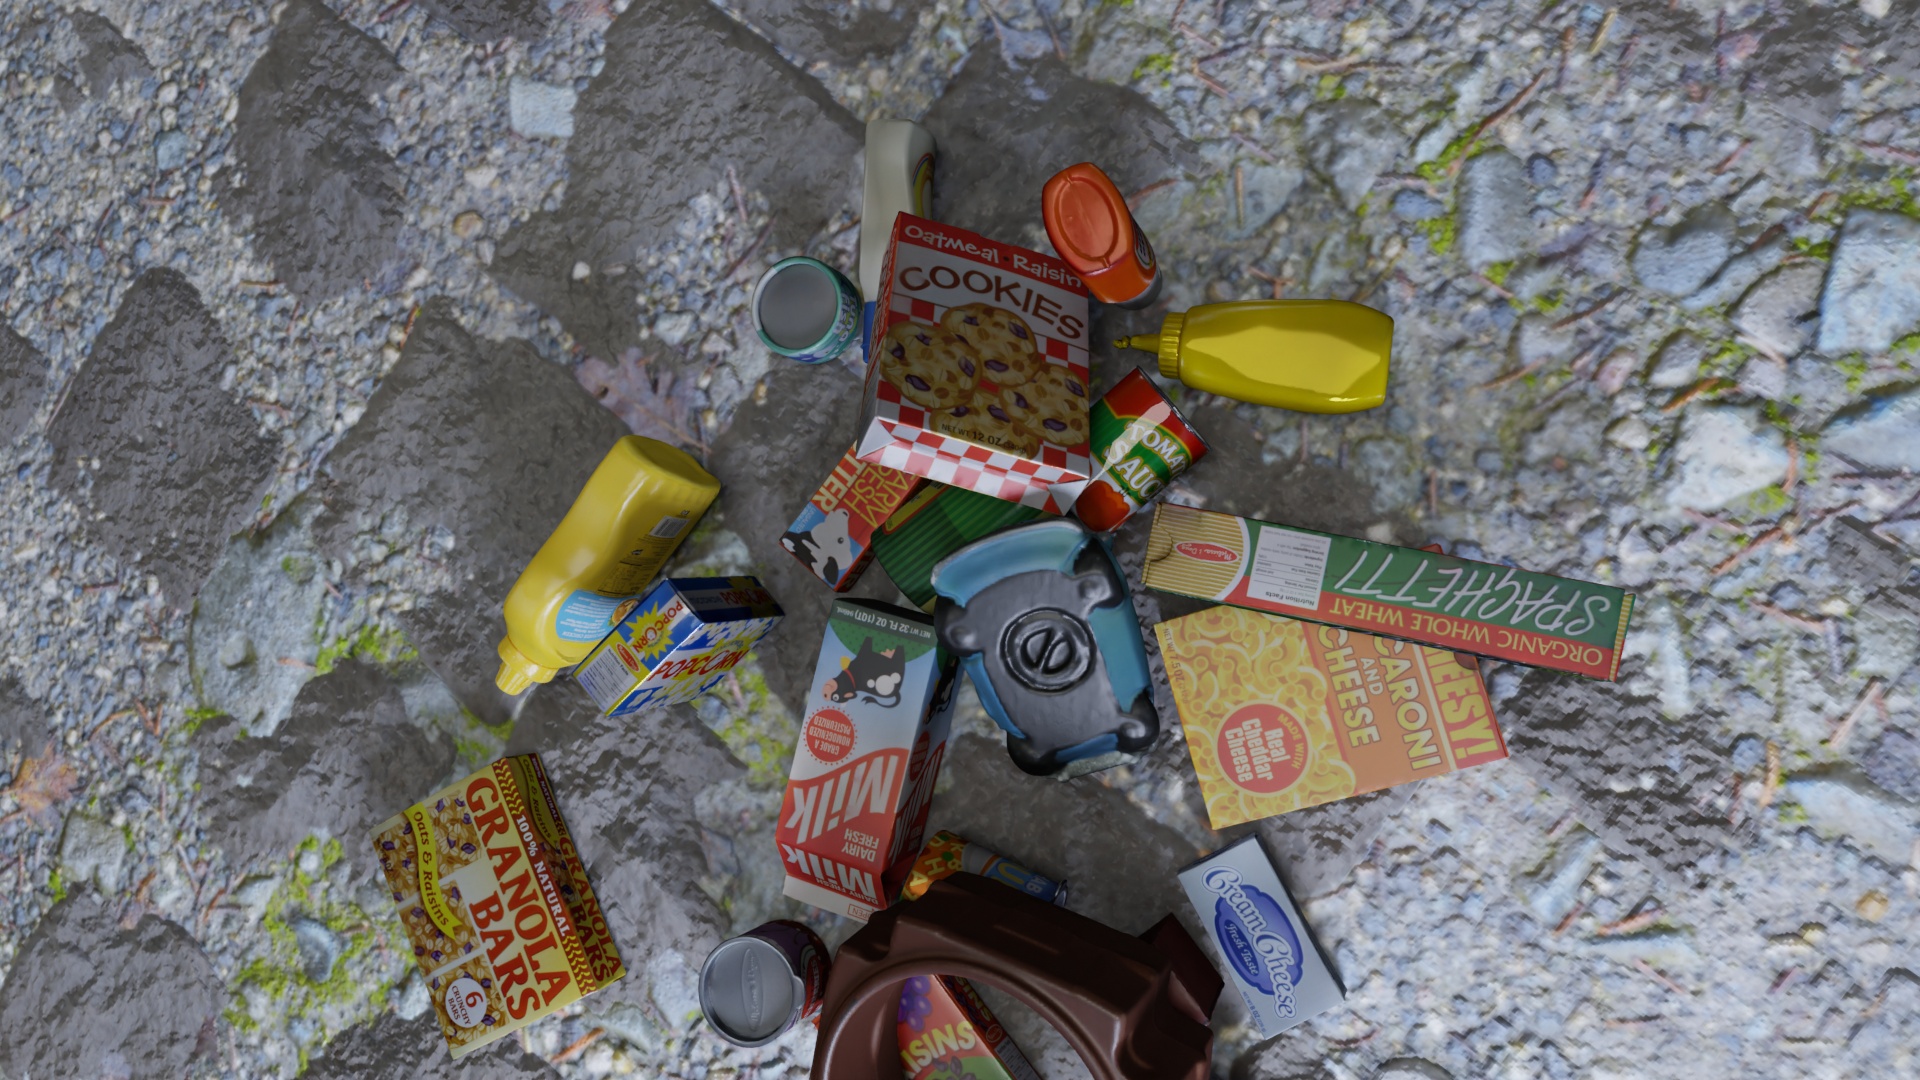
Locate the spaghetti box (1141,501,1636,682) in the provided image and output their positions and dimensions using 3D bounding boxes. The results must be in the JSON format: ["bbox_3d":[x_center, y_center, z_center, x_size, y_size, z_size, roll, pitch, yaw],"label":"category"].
[{"bbox_3d":[0.225,0.027,0.753,0.250,0.028,0.050,12,86,18],"label":"spaghetti box"}]

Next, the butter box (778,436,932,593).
[{"bbox_3d":[-0.065,-0.022,0.889,0.053,0.024,0.103,40,98,16],"label":"butter box"}]

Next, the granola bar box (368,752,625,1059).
[{"bbox_3d":[-0.313,0.244,0.938,0.124,0.039,0.166,-28,79,14],"label":"granola bar box"}]

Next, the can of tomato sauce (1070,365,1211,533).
[{"bbox_3d":[0.095,-0.051,0.819,0.083,0.071,0.071,-41,76,11],"label":"can of tomato sauce"}]

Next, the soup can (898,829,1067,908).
[{"bbox_3d":[0.014,0.216,0.827,0.084,0.071,0.071,22,93,17],"label":"soup can"}]

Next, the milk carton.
[{"bbox_3d":[-0.056,0.136,0.850,0.072,0.073,0.190,15,91,17],"label":"milk carton"}]

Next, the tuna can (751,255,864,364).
[{"bbox_3d":[-0.098,-0.149,0.903,0.071,0.033,0.071,-1,86,17],"label":"tuna can"}]

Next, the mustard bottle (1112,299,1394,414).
[{"bbox_3d":[0.169,-0.111,0.812,0.160,0.049,0.065,8,89,18],"label":"mustard bottle"}]

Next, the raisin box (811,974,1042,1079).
[{"bbox_3d":[-0.019,0.314,0.844,0.086,0.040,0.123,-42,75,11],"label":"raisin box"}]

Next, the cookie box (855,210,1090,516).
[{"bbox_3d":[0.012,-0.105,0.792,0.123,0.040,0.168,15,51,-14],"label":"cookie box"}]

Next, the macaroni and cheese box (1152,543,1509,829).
[{"bbox_3d":[0.208,0.084,0.791,0.166,0.040,0.124,-18,82,15],"label":"macaroni and cheese box"}]

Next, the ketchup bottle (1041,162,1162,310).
[{"bbox_3d":[0.085,-0.163,0.788,0.043,0.149,0.065,-24,81,14],"label":"ketchup bottle"}]

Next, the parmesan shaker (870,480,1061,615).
[{"bbox_3d":[0.003,-0.011,0.843,0.103,0.071,0.071,-38,77,11],"label":"parmesan shaker"}]

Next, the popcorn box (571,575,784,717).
[{"bbox_3d":[-0.172,0.063,0.862,0.085,0.127,0.038,-44,79,10],"label":"popcorn box"}]

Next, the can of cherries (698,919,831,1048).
[{"bbox_3d":[-0.118,0.276,0.867,0.071,0.058,0.071,-1,85,17],"label":"can of cherries"}]

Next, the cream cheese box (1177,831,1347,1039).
[{"bbox_3d":[0.173,0.226,0.800,0.053,0.024,0.104,-31,79,11],"label":"cream cheese box"}]

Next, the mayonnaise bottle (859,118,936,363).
[{"bbox_3d":[-0.040,-0.185,0.875,0.041,0.065,0.148,3,91,15],"label":"mayonnaise bottle"}]
